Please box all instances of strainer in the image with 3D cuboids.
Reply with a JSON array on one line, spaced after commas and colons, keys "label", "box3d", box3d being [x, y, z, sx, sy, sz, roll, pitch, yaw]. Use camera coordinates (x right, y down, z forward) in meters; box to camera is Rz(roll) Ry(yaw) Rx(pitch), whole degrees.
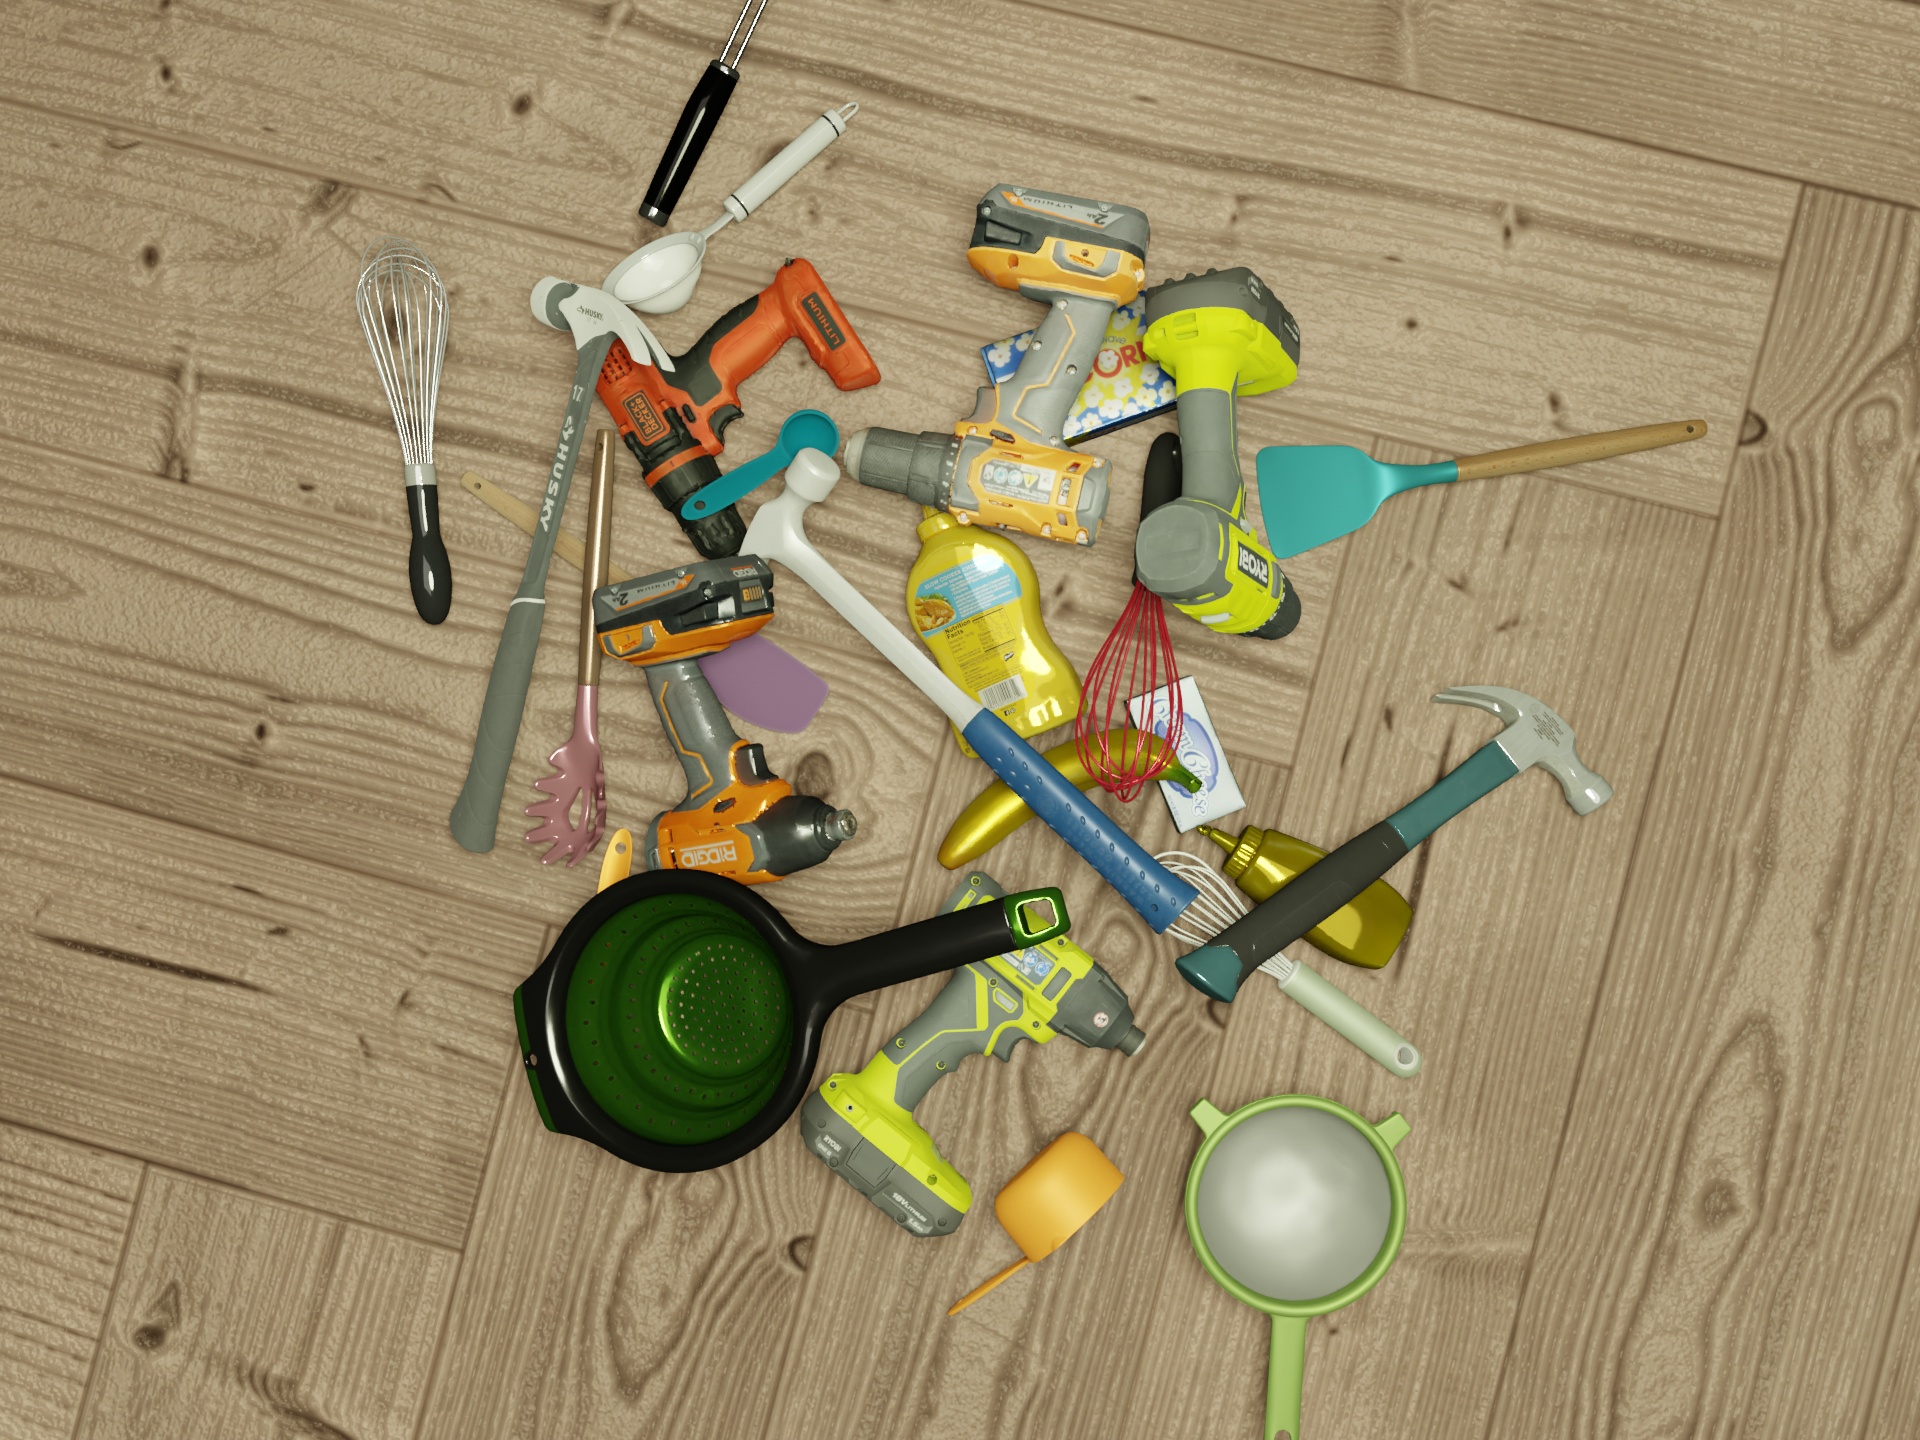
[{"label": "strainer", "box3d": [0.226, 0.383, 1.109, 0.151, 0.069, 0.256, 4, 89, 1]}, {"label": "strainer", "box3d": [-0.170, -0.368, 1.167, 0.258, 0.050, 0.087, -42, 43, -4]}]

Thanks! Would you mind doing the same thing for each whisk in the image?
[{"label": "whisk", "box3d": [-0.400, -0.212, 1.172, 0.070, 0.070, 0.284, -5, 93, 3]}, {"label": "whisk", "box3d": [0.226, 0.176, 1.129, 0.246, 0.059, 0.058, 37, 74, -1]}, {"label": "whisk", "box3d": [0.126, -0.078, 1.090, 0.073, 0.073, 0.296, 10, 63, 3]}]

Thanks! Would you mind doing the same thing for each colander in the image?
[{"label": "colander", "box3d": [-0.108, 0.181, 1.099, 0.397, 0.094, 0.204, -18, 83, 13]}]

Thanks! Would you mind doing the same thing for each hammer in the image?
[{"label": "hammer", "box3d": [0.289, 0.089, 1.093, 0.331, 0.033, 0.128, -33, 80, -13]}, {"label": "hammer", "box3d": [-0.002, -0.004, 1.098, 0.405, 0.035, 0.144, 44, 119, 10]}, {"label": "hammer", "box3d": [-0.296, -0.098, 1.120, 0.149, 0.036, 0.409, 28, 106, 41]}]

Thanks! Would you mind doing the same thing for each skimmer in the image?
[{"label": "skimmer", "box3d": [-0.136, -0.528, 1.176, 0.127, 0.090, 0.363, 31, 100, 8]}]

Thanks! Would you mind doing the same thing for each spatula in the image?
[{"label": "spatula", "box3d": [0.376, -0.183, 1.142, 0.317, 0.044, 0.082, -9, 87, -2]}, {"label": "spatula", "box3d": [-0.238, -0.091, 1.174, 0.316, 0.018, 0.060, 35, 91, 3]}]

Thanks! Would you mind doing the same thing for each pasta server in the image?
[{"label": "pasta server", "box3d": [-0.272, -0.053, 1.152, 0.060, 0.040, 0.316, 6, 94, 18]}]

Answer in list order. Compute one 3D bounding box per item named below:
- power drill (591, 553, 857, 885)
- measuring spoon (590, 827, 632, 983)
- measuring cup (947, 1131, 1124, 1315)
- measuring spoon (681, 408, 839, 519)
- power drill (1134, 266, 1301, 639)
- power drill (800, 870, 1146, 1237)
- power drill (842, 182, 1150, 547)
[{"label": "power drill", "box3d": [-0.160, 0.004, 1.105, 0.164, 0.084, 0.226, -10, 95, 29]}, {"label": "measuring spoon", "box3d": [-0.259, 0.137, 1.174, 0.021, 0.011, 0.117, 10, 85, 5]}, {"label": "measuring cup", "box3d": [0.037, 0.356, 1.124, 0.173, 0.095, 0.052, -43, 80, 19]}, {"label": "measuring spoon", "box3d": [-0.144, -0.181, 1.126, 0.128, 0.021, 0.042, -29, 123, 11]}, {"label": "power drill", "box3d": [0.185, -0.171, 1.088, 0.080, 0.190, 0.229, -5, 77, 32]}, {"label": "power drill", "box3d": [0.008, 0.243, 1.123, 0.171, 0.080, 0.223, 38, 88, 4]}, {"label": "power drill", "box3d": [0.028, -0.245, 1.096, 0.185, 0.084, 0.226, 12, 91, 6]}]
